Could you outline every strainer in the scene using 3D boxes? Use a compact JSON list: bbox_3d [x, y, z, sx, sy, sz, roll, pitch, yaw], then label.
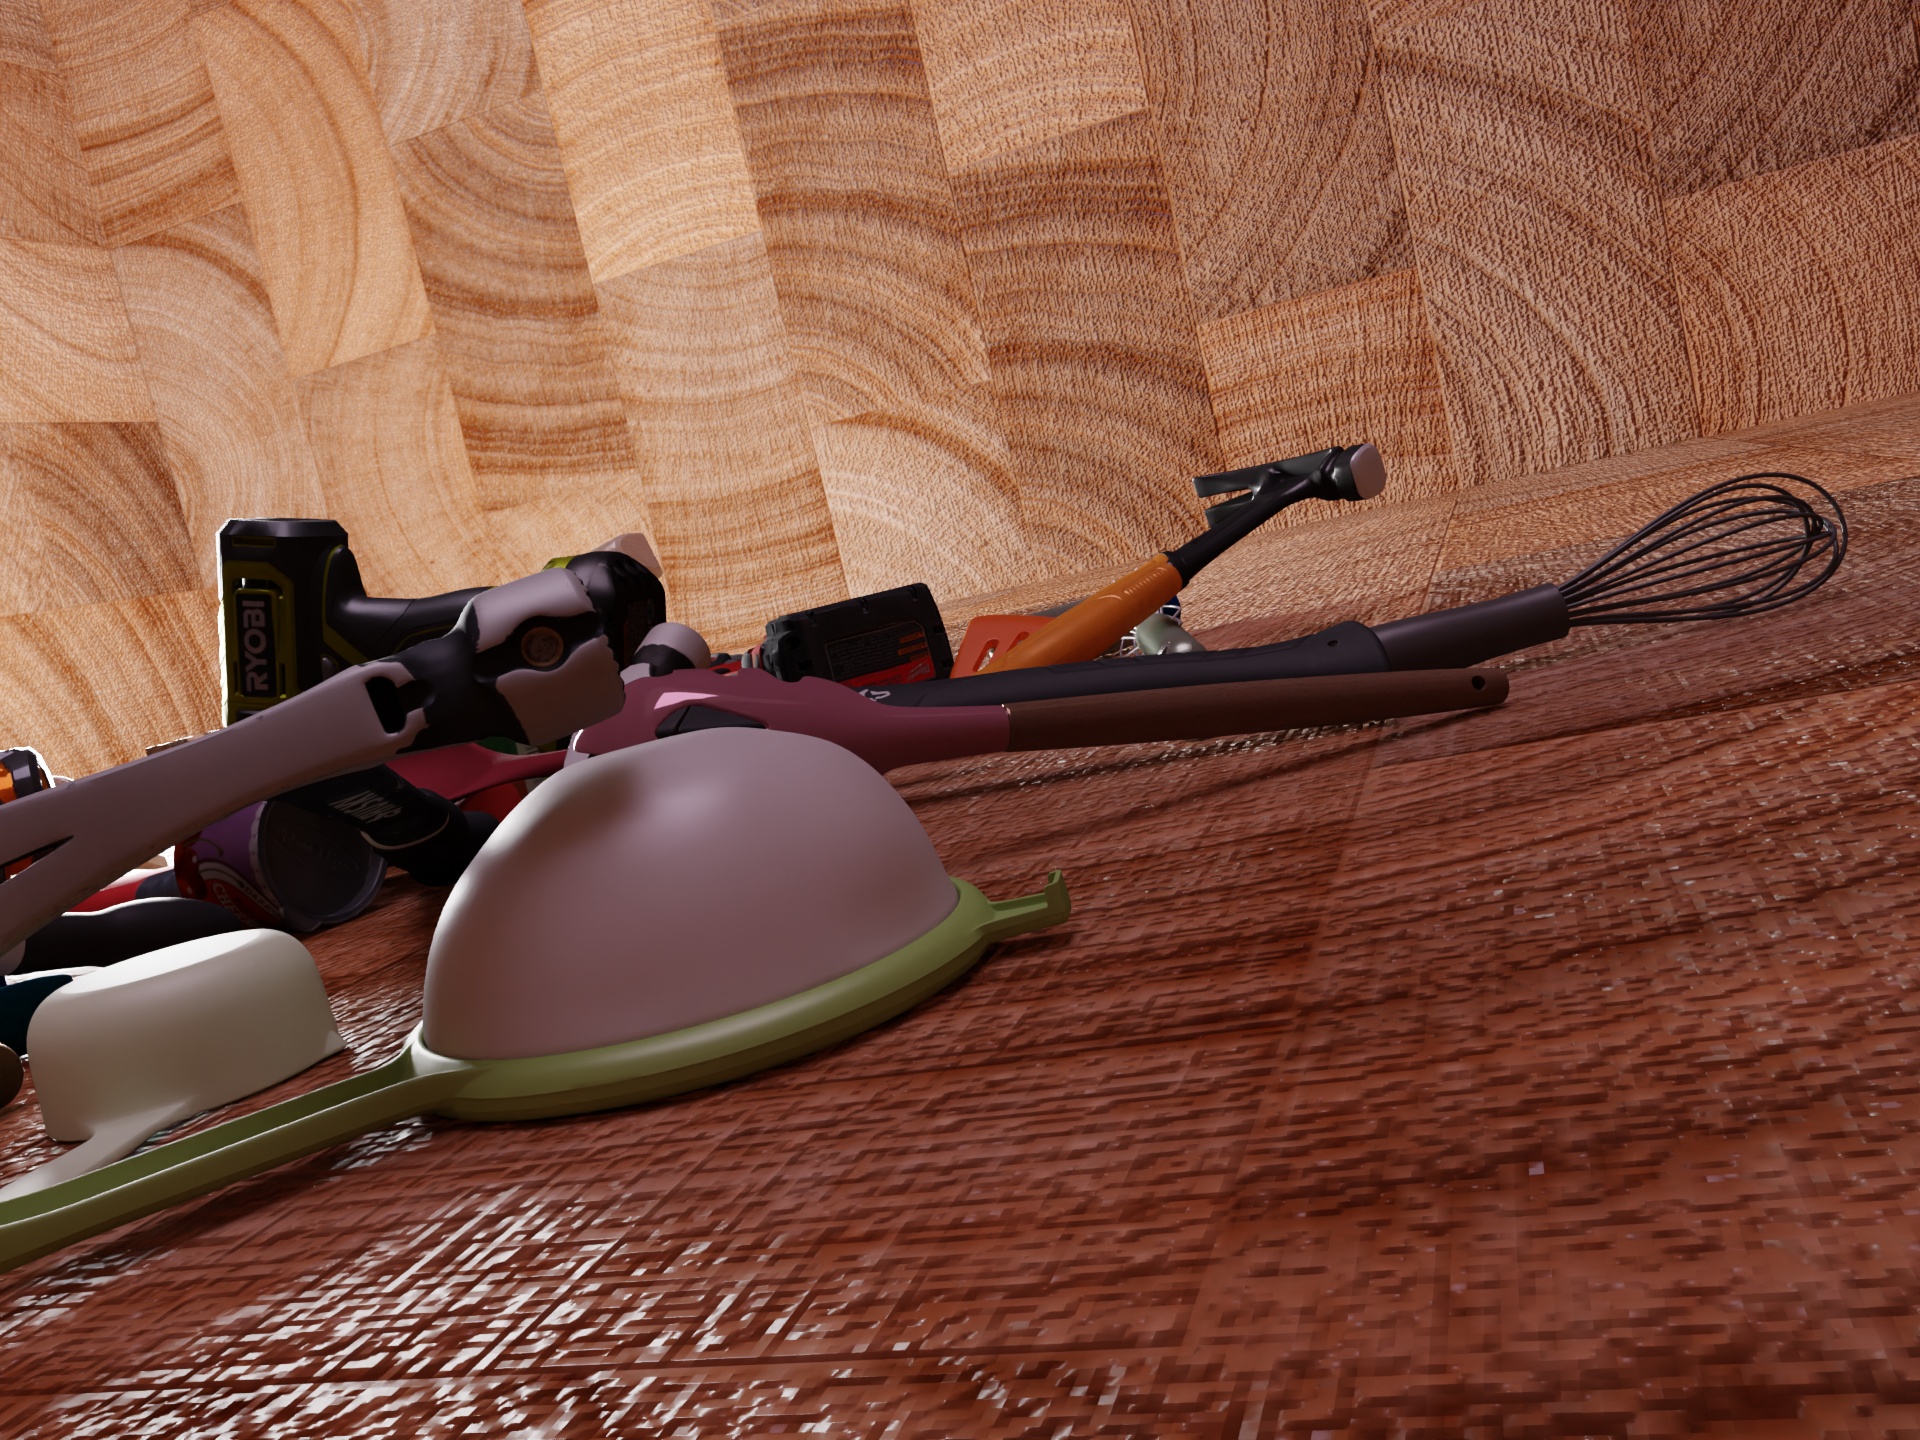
[{"bbox_3d":[-0.110,0.051,0.365,0.256,0.069,0.151,-16,7,-39],"label":"strainer"}]

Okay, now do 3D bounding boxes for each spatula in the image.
[{"bbox_3d":[-0.026,-0.005,0.801,0.081,0.041,0.322,7,16,26],"label":"spatula"}]

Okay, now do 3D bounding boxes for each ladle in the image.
[{"bbox_3d":[-0.143,0.014,0.717,0.315,0.031,0.069,-6,30,10],"label":"ladle"}]

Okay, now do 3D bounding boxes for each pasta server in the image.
[{"bbox_3d":[0.037,0.001,0.519,0.316,0.060,0.040,-5,-7,-17],"label":"pasta server"}]

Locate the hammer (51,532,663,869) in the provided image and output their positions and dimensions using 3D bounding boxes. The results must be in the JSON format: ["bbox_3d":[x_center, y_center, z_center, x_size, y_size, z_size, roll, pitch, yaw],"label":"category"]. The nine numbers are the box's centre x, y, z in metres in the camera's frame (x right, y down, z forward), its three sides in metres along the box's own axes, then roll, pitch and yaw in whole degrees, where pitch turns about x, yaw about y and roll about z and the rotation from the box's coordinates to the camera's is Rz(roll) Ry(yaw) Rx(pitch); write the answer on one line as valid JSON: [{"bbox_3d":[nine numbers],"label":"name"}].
[{"bbox_3d":[-0.387,-0.015,1.054,0.410,0.038,0.146,-27,-13,-7],"label":"hammer"}]

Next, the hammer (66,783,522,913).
[{"bbox_3d":[-0.402,0.086,0.794,0.386,0.038,0.143,-13,5,3],"label":"hammer"}]

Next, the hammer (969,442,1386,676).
[{"bbox_3d":[0.094,-0.071,0.855,0.127,0.034,0.337,-5,23,47],"label":"hammer"}]

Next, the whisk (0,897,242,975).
[{"bbox_3d":[-0.355,0.076,0.527,0.070,0.070,0.284,-11,-9,21],"label":"whisk"}]

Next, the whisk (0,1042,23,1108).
[{"bbox_3d":[-0.295,0.110,0.350,0.051,0.047,0.245,-14,3,7],"label":"whisk"}]

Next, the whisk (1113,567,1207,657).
[{"bbox_3d":[0.112,-0.050,0.908,0.059,0.058,0.246,8,11,-3],"label":"whisk"}]

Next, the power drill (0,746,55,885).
[{"bbox_3d":[-0.481,0.060,0.674,0.164,0.084,0.226,-17,5,-24],"label":"power drill"}]

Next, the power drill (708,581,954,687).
[{"bbox_3d":[-0.100,-0.024,0.984,0.188,0.080,0.227,-18,5,-41],"label":"power drill"}]

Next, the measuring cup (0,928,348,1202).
[{"bbox_3d":[-0.212,0.086,0.395,0.083,0.038,0.167,-13,4,-3],"label":"measuring cup"}]

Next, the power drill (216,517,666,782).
[{"bbox_3d":[-0.274,-0.007,0.826,0.228,0.190,0.080,2,9,9],"label":"power drill"}]

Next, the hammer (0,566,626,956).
[{"bbox_3d":[-0.188,0.034,0.517,0.149,0.036,0.409,-23,-2,-15],"label":"hammer"}]

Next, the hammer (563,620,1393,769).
[{"bbox_3d":[-0.001,-0.002,0.628,0.335,0.035,0.146,-4,34,17],"label":"hammer"}]

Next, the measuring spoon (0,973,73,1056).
[{"bbox_3d":[-0.358,0.120,0.527,0.128,0.021,0.042,-24,-8,-14],"label":"measuring spoon"}]

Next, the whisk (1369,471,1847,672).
[{"bbox_3d":[0.234,-0.046,0.631,0.239,0.055,0.055,-17,6,-1],"label":"whisk"}]
